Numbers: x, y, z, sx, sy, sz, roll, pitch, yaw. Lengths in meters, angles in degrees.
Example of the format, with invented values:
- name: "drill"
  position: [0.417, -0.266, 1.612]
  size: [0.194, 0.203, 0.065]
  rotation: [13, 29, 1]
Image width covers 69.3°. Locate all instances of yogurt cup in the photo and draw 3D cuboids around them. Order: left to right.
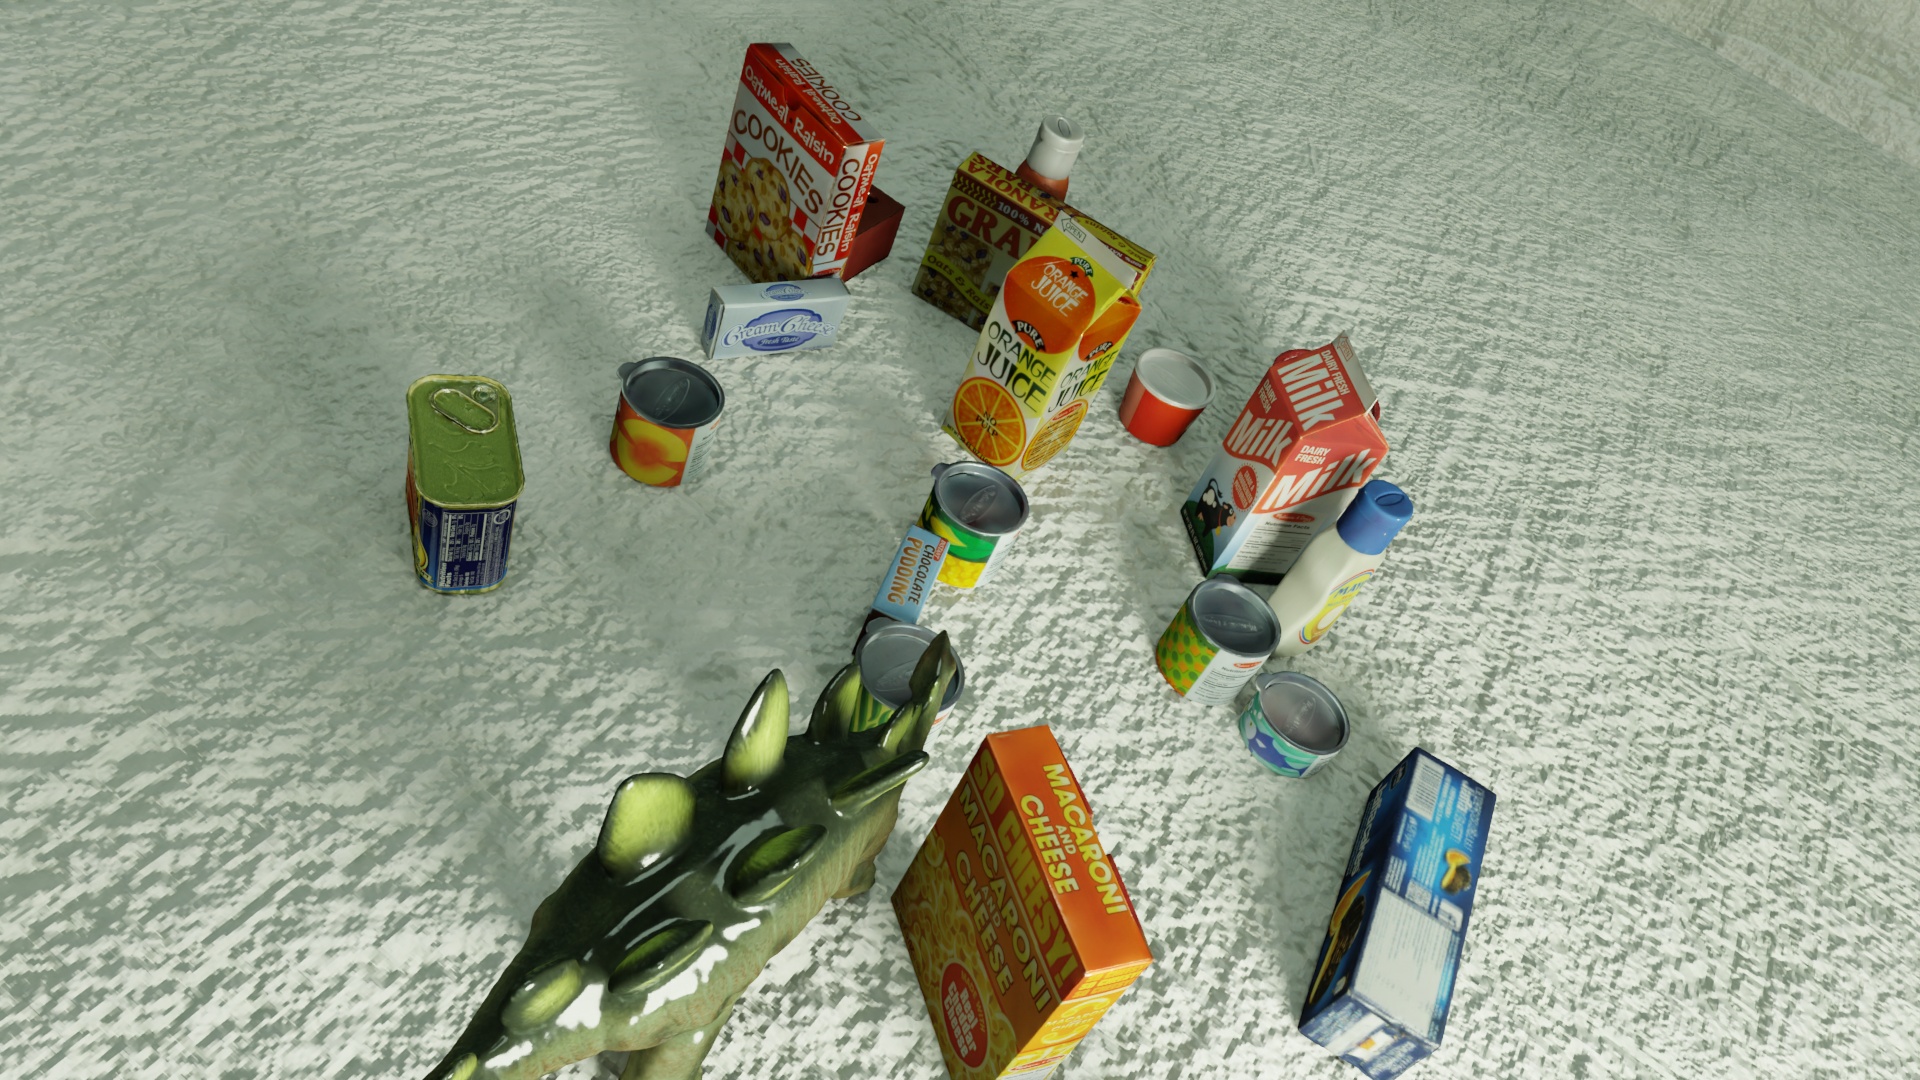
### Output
- name: "yogurt cup"
  position: [0.160, -0.112, 1.101]
  size: [0.072, 0.053, 0.073]
  rotation: [13, 45, -13]

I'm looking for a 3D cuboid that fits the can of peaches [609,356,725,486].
- name: "can of peaches"
  position: [-0.194, -0.078, 0.908]
  size: [0.071, 0.057, 0.071]
  rotation: [13, 45, -13]

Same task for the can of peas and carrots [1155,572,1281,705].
- name: "can of peas and carrots"
  position: [0.172, 0.067, 0.935]
  size: [0.071, 0.058, 0.071]
  rotation: [13, 45, -13]

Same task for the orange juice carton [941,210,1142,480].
- name: "orange juice carton"
  position: [0.062, -0.136, 0.979]
  size: [0.072, 0.191, 0.073]
  rotation: [44, 47, 18]

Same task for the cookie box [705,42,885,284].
- name: "cookie box"
  position: [-0.127, -0.263, 1.032]
  size: [0.040, 0.166, 0.123]
  rotation: [-23, 62, -38]

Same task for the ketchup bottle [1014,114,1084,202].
- name: "ketchup bottle"
  position: [0.059, -0.277, 1.142]
  size: [0.043, 0.148, 0.065]
  rotation: [7, 47, -18]

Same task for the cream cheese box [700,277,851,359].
- name: "cream cheese box"
  position: [-0.135, -0.162, 1.016]
  size: [0.104, 0.053, 0.024]
  rotation: [-11, 55, -32]

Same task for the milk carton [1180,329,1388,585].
- name: "milk carton"
  position: [0.235, -0.056, 0.984]
  size: [0.073, 0.189, 0.073]
  rotation: [5, 48, -20]

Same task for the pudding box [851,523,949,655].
- name: "pudding box"
  position: [-0.037, 0.036, 0.878]
  size: [0.030, 0.049, 0.084]
  rotation: [25, 44, -1]

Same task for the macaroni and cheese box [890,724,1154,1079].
- name: "macaroni and cheese box"
  position: [0.023, 0.187, 0.679]
  size: [0.040, 0.165, 0.124]
  rotation: [-4, 51, -27]

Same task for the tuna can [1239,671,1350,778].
- name: "tuna can"
  position: [0.219, 0.121, 0.924]
  size: [0.071, 0.032, 0.071]
  rotation: [13, 45, -13]

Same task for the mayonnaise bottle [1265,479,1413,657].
- name: "mayonnaise bottle"
  position: [0.255, 0.021, 0.952]
  size: [0.065, 0.147, 0.041]
  rotation: [-15, 57, -34]

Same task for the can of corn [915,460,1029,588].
- name: "can of corn"
  position: [0.003, -0.012, 0.934]
  size: [0.071, 0.058, 0.071]
  rotation: [13, 45, -13]

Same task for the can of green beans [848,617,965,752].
- name: "can of green beans"
  position: [-0.037, 0.091, 0.819]
  size: [0.071, 0.057, 0.071]
  rotation: [13, 45, -13]

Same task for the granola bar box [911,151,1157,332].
- name: "granola bar box"
  position: [0.054, -0.210, 1.095]
  size: [0.165, 0.123, 0.039]
  rotation: [31, 44, 6]
